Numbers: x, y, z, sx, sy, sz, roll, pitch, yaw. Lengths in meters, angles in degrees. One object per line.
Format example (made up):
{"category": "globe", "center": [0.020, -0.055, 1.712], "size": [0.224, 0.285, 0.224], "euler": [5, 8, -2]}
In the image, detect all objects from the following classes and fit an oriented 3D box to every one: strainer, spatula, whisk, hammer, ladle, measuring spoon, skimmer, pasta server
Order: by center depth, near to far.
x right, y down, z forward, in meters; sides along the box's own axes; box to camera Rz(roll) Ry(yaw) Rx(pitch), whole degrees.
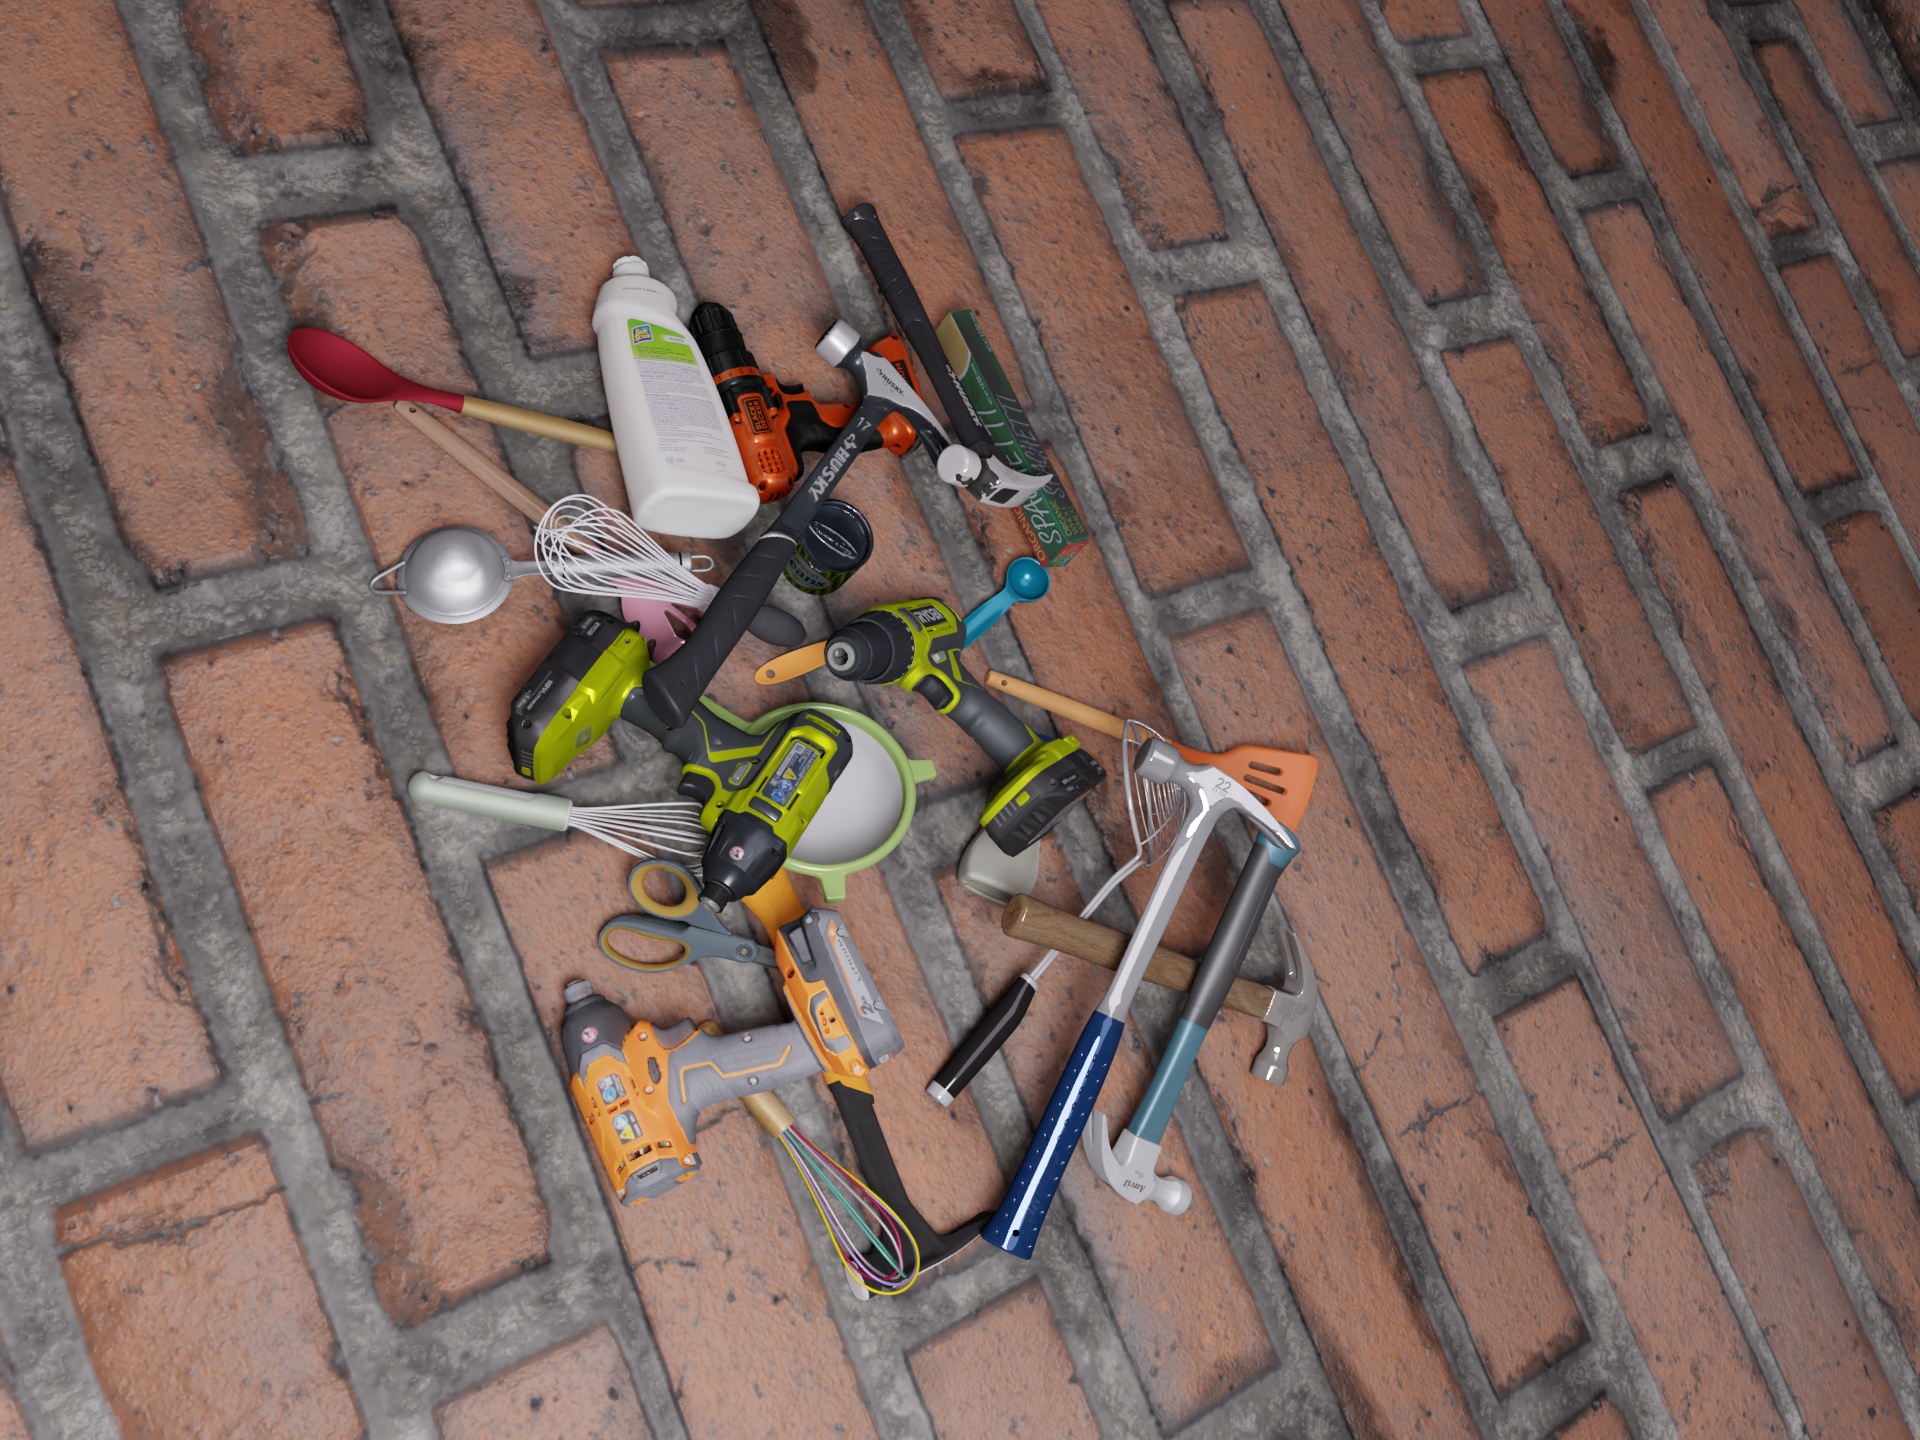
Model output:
{"category": "whisk", "center": [-0.118, 0.321, 1.172], "size": [0.047, 0.051, 0.245], "euler": [-43, 78, 1]}
{"category": "whisk", "center": [-0.288, 0.072, 1.194], "size": [0.246, 0.058, 0.059], "euler": [13, 98, -17]}
{"category": "strainer", "center": [-0.317, -0.119, 1.219], "size": [0.258, 0.050, 0.087], "euler": [-4, 65, -19]}
{"category": "whisk", "center": [-0.214, -0.101, 1.222], "size": [0.284, 0.070, 0.070], "euler": [23, 61, -52]}
{"category": "hammer", "center": [-0.087, 0.263, 1.234], "size": [0.127, 0.034, 0.337], "euler": [-19, 83, -29]}
{"category": "hammer", "center": [0.127, 0.224, 1.241], "size": [0.144, 0.035, 0.405], "euler": [27, 82, -9]}
{"category": "hammer", "center": [-0.131, -0.148, 1.247], "size": [0.149, 0.036, 0.409], "euler": [40, 52, -16]}
{"category": "ladle", "center": [-0.368, -0.245, 1.258], "size": [0.315, 0.031, 0.069], "euler": [11, 45, -29]}
{"category": "pasta server", "center": [-0.318, -0.148, 1.264], "size": [0.316, 0.040, 0.060], "euler": [38, 61, -5]}
{"category": "strainer", "center": [-0.159, 0.037, 1.266], "size": [0.256, 0.069, 0.151], "euler": [32, 57, 7]}
{"category": "hammer", "center": [0.198, 0.236, 1.305], "size": [0.128, 0.033, 0.331], "euler": [28, 85, -30]}
{"category": "hammer", "center": [0.173, 0.204, 1.322], "size": [0.331, 0.031, 0.130], "euler": [23, 86, -30]}
{"category": "skimmer", "center": [0.073, 0.158, 1.330], "size": [0.090, 0.127, 0.363], "euler": [30, 71, 32]}
{"category": "measuring spoon", "center": [-0.122, -0.054, 1.337], "size": [0.117, 0.011, 0.021], "euler": [-23, 85, -26]}
{"category": "hammer", "center": [-0.025, -0.325, 1.395], "size": [0.146, 0.035, 0.335], "euler": [10, 49, -55]}
{"category": "measuring spoon", "center": [0.028, -0.098, 1.423], "size": [0.128, 0.021, 0.042], "euler": [-42, 90, -21]}
{"category": "spatula", "center": [0.171, 0.017, 1.435], "size": [0.322, 0.041, 0.081], "euler": [21, 90, -17]}

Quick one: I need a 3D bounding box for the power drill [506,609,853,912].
{"category": "power drill", "center": [-0.213, 0.030, 1.174], "size": [0.223, 0.080, 0.171], "euler": [29, 58, 4]}

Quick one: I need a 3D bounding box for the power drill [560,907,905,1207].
{"category": "power drill", "center": [-0.172, 0.224, 1.146], "size": [0.226, 0.084, 0.164], "euler": [-27, 74, -7]}

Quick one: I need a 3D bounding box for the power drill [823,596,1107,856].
{"category": "power drill", "center": [-0.002, -0.004, 1.273], "size": [0.228, 0.080, 0.190], "euler": [47, 21, 9]}
